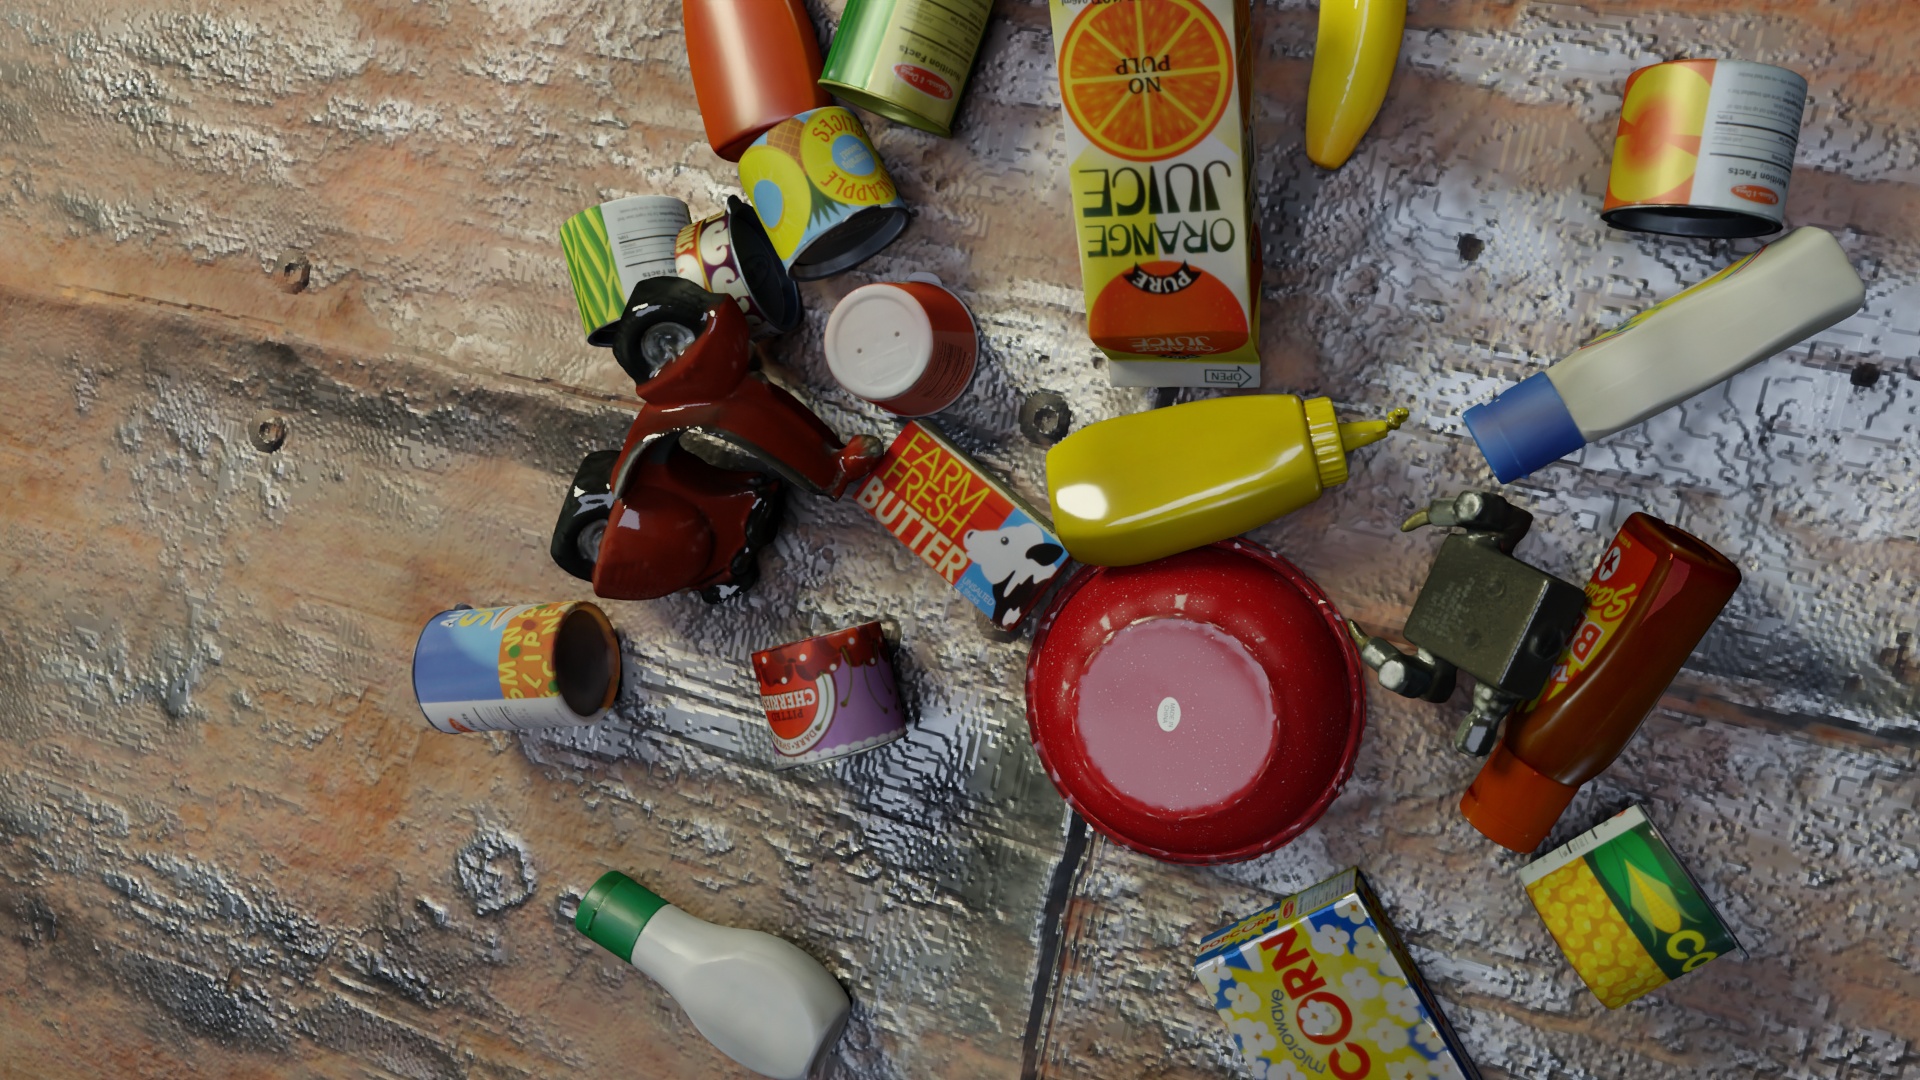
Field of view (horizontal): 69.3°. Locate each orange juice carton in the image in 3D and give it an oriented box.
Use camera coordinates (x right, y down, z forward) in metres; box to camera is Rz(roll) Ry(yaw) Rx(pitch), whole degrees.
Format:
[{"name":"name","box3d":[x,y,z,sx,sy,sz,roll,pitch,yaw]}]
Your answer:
[{"name":"orange juice carton","box3d":[0.089,-0.151,0.596,0.072,0.073,0.191,0,122,17]}]

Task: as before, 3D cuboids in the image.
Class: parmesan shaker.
[{"name":"parmesan shaker","box3d":[-0.017,-0.250,0.650,0.071,0.071,0.103,23,98,15]}]

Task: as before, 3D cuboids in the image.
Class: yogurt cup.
[{"name":"yogurt cup","box3d":[-0.030,-0.093,0.666,0.072,0.054,0.072,1,94,17]}]

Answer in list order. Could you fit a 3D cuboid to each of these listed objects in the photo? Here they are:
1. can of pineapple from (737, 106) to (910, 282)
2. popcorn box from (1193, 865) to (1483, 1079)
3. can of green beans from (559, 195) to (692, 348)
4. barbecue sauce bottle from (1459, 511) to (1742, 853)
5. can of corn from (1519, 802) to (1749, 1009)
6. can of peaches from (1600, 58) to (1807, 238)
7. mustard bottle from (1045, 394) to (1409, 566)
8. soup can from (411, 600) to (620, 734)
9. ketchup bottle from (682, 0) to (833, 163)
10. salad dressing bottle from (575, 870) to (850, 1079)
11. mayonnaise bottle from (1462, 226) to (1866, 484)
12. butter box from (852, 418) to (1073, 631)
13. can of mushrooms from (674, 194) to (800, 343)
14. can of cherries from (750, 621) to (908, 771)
[{"name":"can of pineapple","box3d":[-0.065,-0.166,0.666,0.071,0.071,0.058,-29,84,16]},{"name":"popcorn box","box3d":[0.174,0.226,0.629,0.085,0.038,0.127,-31,84,18]},{"name":"can of green beans","box3d":[-0.162,-0.134,0.698,0.071,0.071,0.058,-16,88,17]},{"name":"barbecue sauce bottle","box3d":[0.264,0.063,0.583,0.044,0.065,0.148,26,109,3]},{"name":"can of corn","box3d":[0.278,0.155,0.578,0.058,0.071,0.071,-36,83,17]},{"name":"can of peaches","box3d":[0.297,-0.156,0.559,0.071,0.071,0.058,10,96,16]},{"name":"mustard bottle","box3d":[0.120,-0.033,0.622,0.160,0.048,0.065,-13,61,15]},{"name":"soup can","box3d":[-0.232,0.064,0.730,0.084,0.071,0.071,-5,92,17]},{"name":"ketchup bottle","box3d":[-0.109,-0.267,0.686,0.064,0.043,0.148,-15,88,16]},{"name":"salad dressing bottle","box3d":[-0.130,0.222,0.719,0.148,0.044,0.064,26,102,15]},{"name":"mayonnaise bottle","box3d":[0.283,-0.073,0.570,0.148,0.065,0.041,-30,85,20]},{"name":"butter box","box3d":[0.002,-0.008,0.676,0.103,0.024,0.053,40,102,11]},{"name":"can of mushrooms","box3d":[-0.110,-0.131,0.681,0.033,0.071,0.071,-18,88,19]},{"name":"can of cherries","box3d":[-0.066,0.075,0.677,0.071,0.071,0.058,-14,89,17]}]
